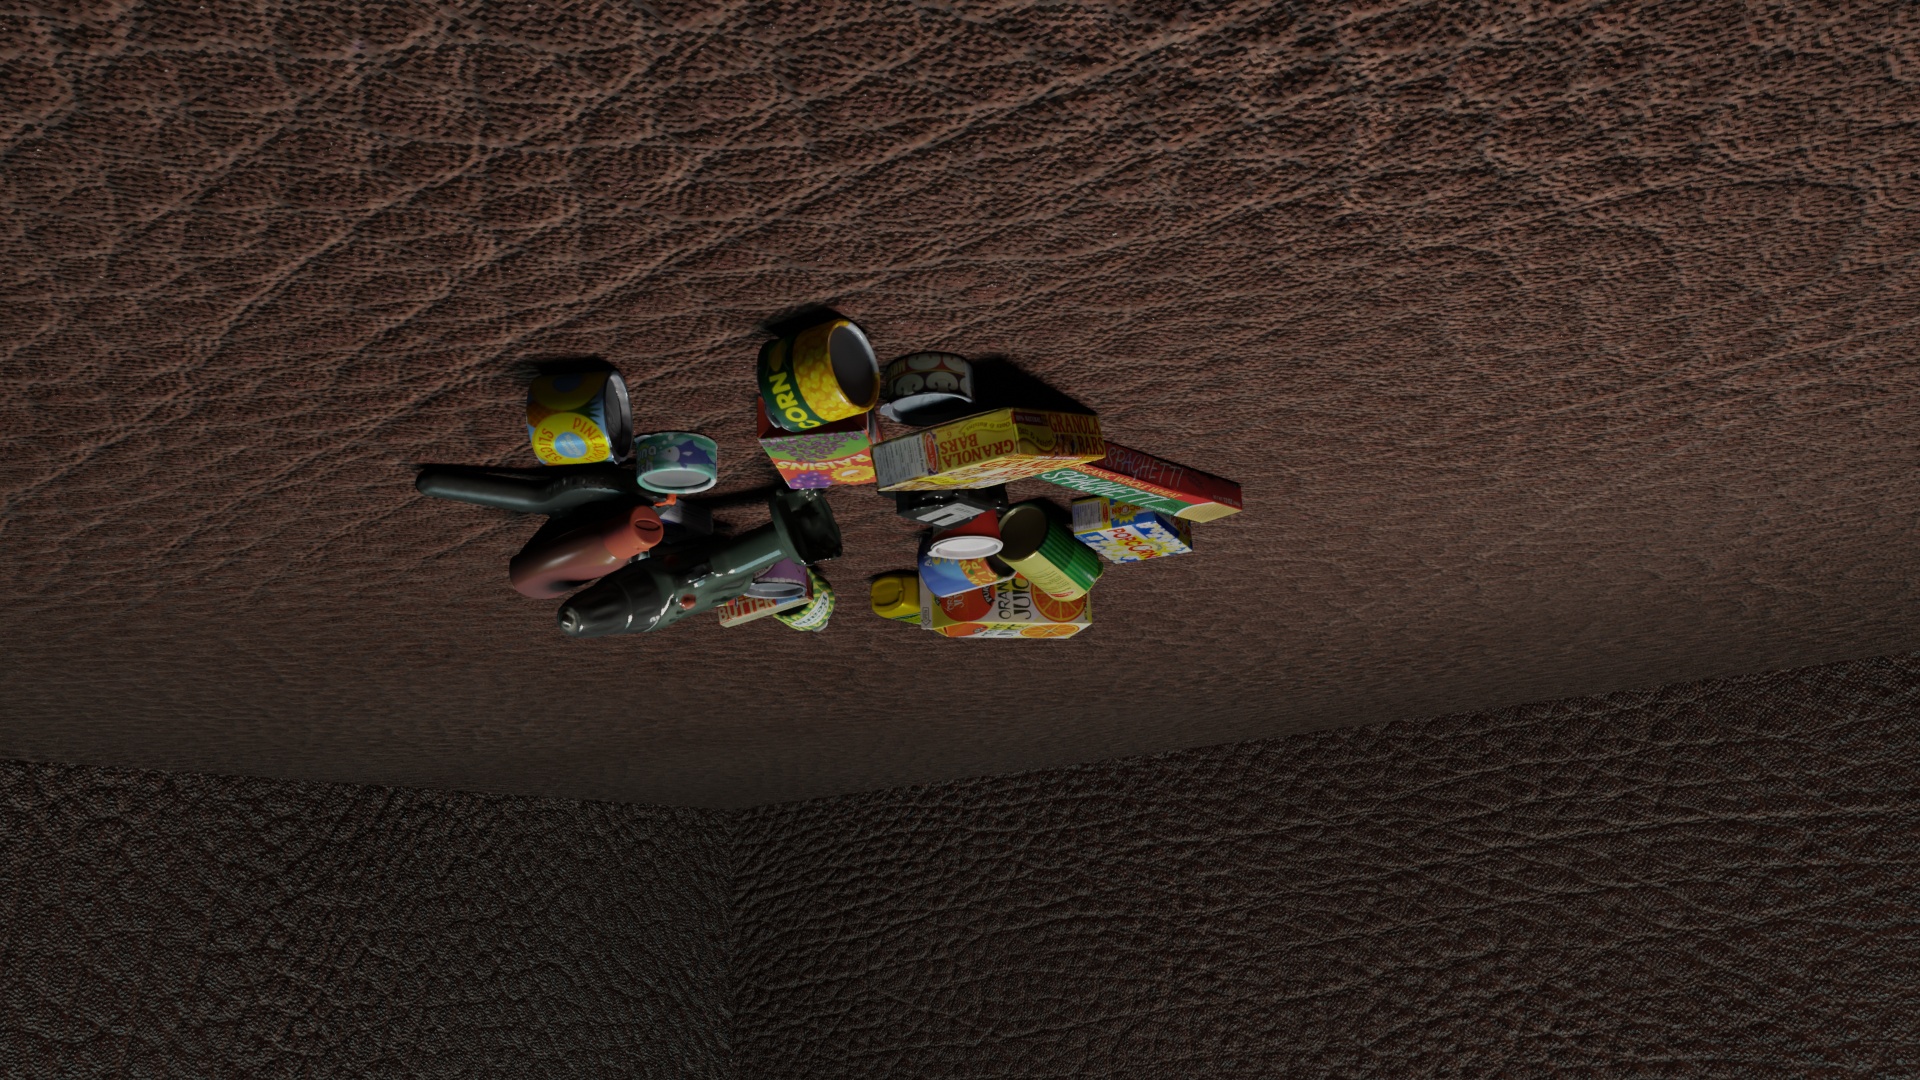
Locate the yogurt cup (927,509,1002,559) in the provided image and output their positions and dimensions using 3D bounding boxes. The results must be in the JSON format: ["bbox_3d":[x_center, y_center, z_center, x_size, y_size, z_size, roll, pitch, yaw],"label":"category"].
[{"bbox_3d":[0.005,-0.016,1.315,0.072,0.054,0.072,-3,163,-1],"label":"yogurt cup"}]

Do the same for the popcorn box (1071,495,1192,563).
[{"bbox_3d":[0.172,-0.014,1.382,0.085,0.038,0.126,-11,162,23],"label":"popcorn box"}]

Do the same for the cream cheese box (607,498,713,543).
[{"bbox_3d":[-0.281,-0.023,1.291,0.053,0.024,0.103,-11,162,25],"label":"cream cheese box"}]

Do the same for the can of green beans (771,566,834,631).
[{"bbox_3d":[-0.178,0.061,1.521,0.071,0.071,0.057,-7,162,13],"label":"can of green beans"}]

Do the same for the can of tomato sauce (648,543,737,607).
[{"bbox_3d":[-0.271,0.039,1.407,0.083,0.071,0.071,-5,164,-14],"label":"can of tomato sauce"}]

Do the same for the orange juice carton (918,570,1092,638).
[{"bbox_3d":[0.046,0.068,1.580,0.193,0.072,0.072,2,162,-18],"label":"orange juice carton"}]

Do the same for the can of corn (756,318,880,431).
[{"bbox_3d":[-0.097,-0.111,0.946,0.058,0.071,0.071,-13,161,28],"label":"can of corn"}]

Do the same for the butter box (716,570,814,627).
[{"bbox_3d":[-0.212,0.053,1.480,0.103,0.053,0.024,-17,162,7],"label":"butter box"}]

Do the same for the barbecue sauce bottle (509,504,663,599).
[{"bbox_3d":[-0.318,0.010,1.194,0.148,0.044,0.065,-21,164,32],"label":"barbecue sauce bottle"}]

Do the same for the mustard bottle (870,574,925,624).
[{"bbox_3d":[-0.036,0.074,1.624,0.065,0.049,0.160,-12,162,36],"label":"mustard bottle"}]

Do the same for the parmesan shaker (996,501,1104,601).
[{"bbox_3d":[0.087,0.011,1.372,0.071,0.071,0.103,-13,149,30],"label":"parmesan shaker"}]

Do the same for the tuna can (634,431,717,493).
[{"bbox_3d":[-0.236,-0.064,1.146,0.071,0.033,0.071,-3,164,-1],"label":"tuna can"}]

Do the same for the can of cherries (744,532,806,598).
[{"bbox_3d":[-0.191,0.023,1.407,0.071,0.058,0.071,-2,164,-1],"label":"can of cherries"}]

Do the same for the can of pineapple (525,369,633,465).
[{"bbox_3d":[-0.273,-0.087,0.997,0.058,0.071,0.071,-4,163,3],"label":"can of pineapple"}]

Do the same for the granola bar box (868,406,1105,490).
[{"bbox_3d":[0.025,-0.071,1.091,0.124,0.039,0.166,-13,176,28],"label":"granola bar box"}]

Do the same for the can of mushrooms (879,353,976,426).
[{"bbox_3d":[-0.025,-0.111,1.026,0.071,0.033,0.071,-3,164,-1],"label":"can of mushrooms"}]

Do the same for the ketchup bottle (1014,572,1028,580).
[{"bbox_3d":[0.091,0.023,1.483,0.064,0.043,0.149,-18,158,39],"label":"ketchup bottle"}]

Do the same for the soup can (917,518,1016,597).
[{"bbox_3d":[0.007,0.015,1.408,0.083,0.071,0.071,-17,158,37],"label":"soup can"}]

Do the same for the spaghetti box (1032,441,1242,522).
[{"bbox_3d":[0.163,-0.055,1.261,0.250,0.029,0.050,12,157,-43],"label":"spaghetti box"}]

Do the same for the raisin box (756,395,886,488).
[{"bbox_3d":[-0.107,-0.079,1.107,0.086,0.040,0.123,-5,164,4],"label":"raisin box"}]
